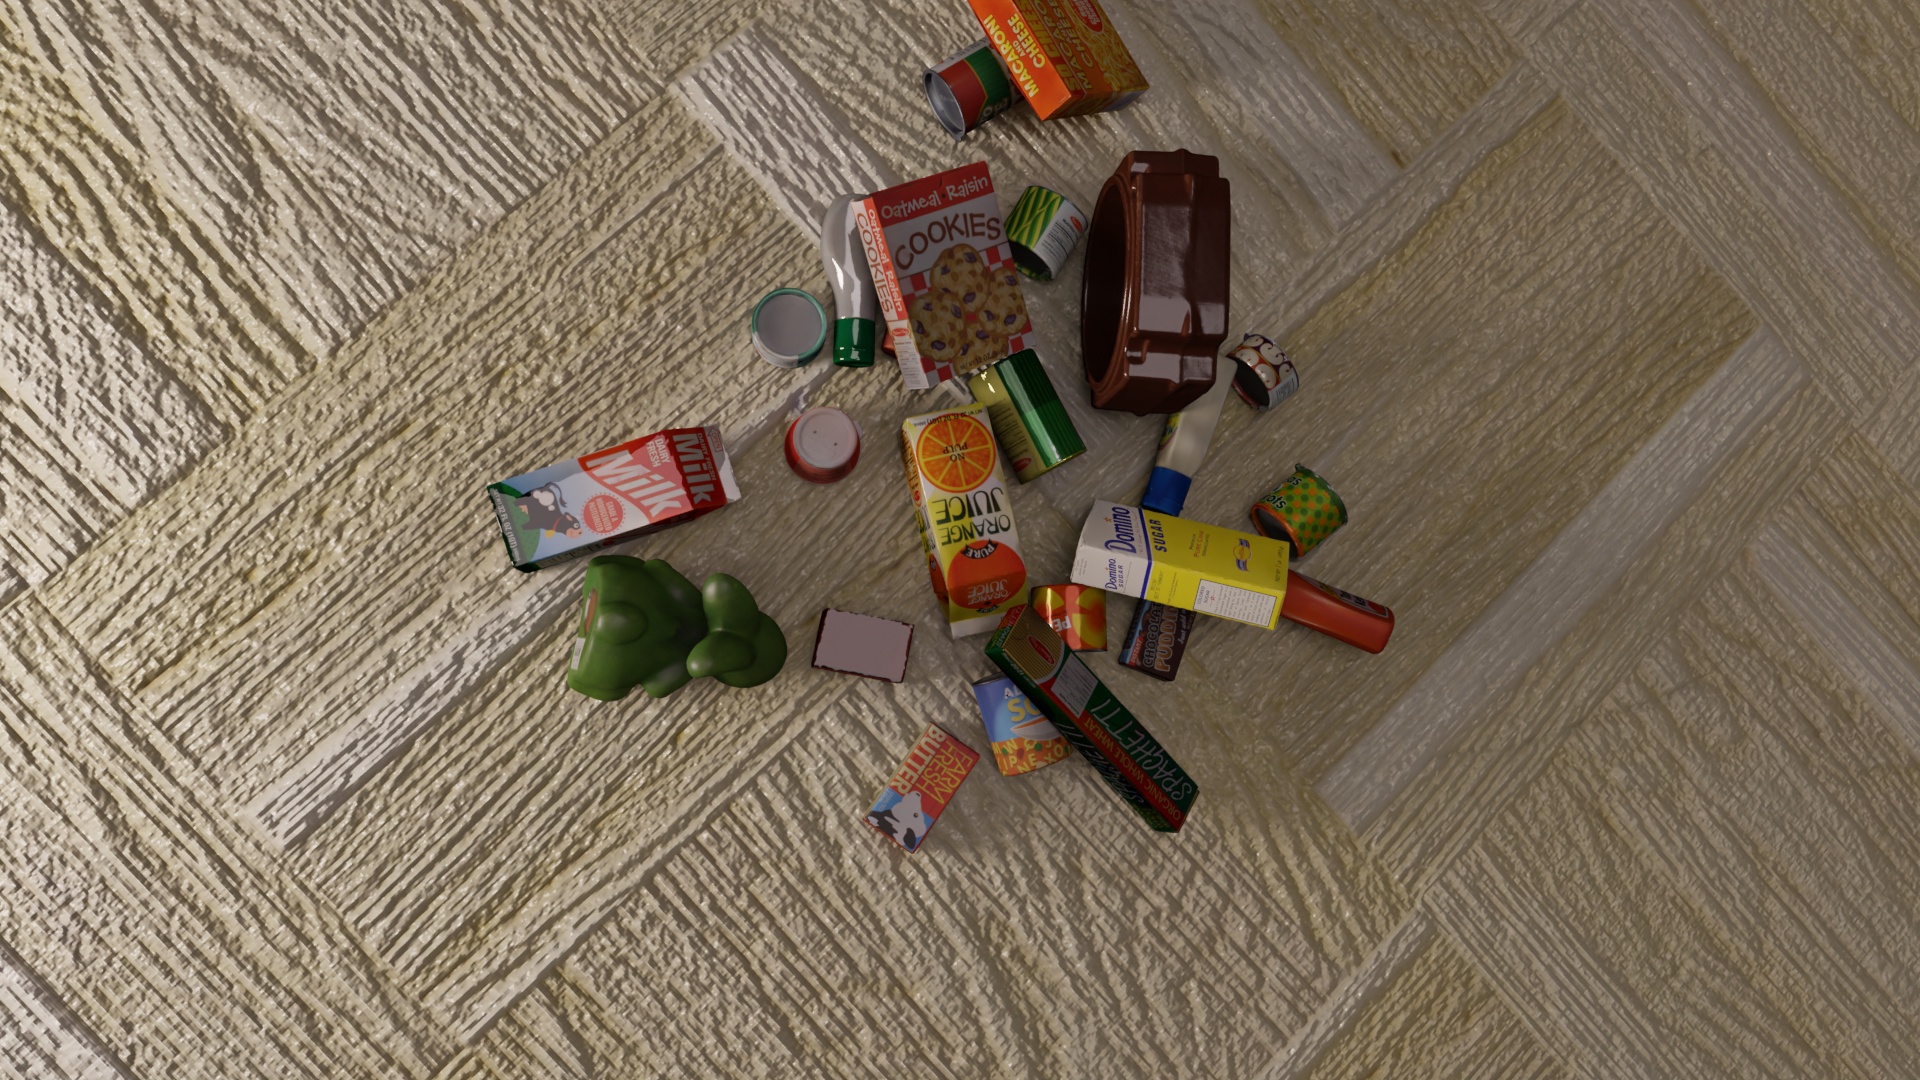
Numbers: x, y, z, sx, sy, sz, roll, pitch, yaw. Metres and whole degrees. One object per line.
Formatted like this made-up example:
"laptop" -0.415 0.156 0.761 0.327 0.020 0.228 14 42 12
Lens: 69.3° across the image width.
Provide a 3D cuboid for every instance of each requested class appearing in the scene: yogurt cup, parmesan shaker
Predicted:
"yogurt cup" -0.118 -0.084 1.196 0.072 0.054 0.072 1 84 -9
"parmesan shaker" 0.060 -0.110 1.219 0.071 0.071 0.103 -27 89 -11

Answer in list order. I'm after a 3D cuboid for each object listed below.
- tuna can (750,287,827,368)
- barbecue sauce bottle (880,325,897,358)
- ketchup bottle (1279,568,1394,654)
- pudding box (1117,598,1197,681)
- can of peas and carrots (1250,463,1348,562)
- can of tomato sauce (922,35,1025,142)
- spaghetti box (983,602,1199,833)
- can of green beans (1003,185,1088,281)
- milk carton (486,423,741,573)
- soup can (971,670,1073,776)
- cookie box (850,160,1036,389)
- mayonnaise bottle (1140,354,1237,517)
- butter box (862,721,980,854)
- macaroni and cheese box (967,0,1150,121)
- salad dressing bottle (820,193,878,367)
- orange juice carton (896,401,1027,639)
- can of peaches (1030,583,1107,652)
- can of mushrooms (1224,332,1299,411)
"tuna can" -0.148 -0.187 1.212 0.071 0.033 0.071 1 84 -9
"barbecue sauce bottle" -0.033 -0.233 1.231 0.065 0.043 0.148 19 81 -19
"ketchup bottle" 0.312 0.055 1.251 0.149 0.065 0.043 22 100 2
"pudding box" 0.178 0.079 1.240 0.050 0.030 0.084 21 81 -6
"can of peas and carrots" 0.304 -0.024 1.253 0.059 0.071 0.071 -37 91 -10
"can of tomato sauce" 0.019 -0.410 1.248 0.083 0.071 0.071 -34 91 -12
"spaghetti box" 0.115 0.155 1.175 0.249 0.028 0.050 47 56 -22
"can of green beans" 0.071 -0.274 1.241 0.071 0.071 0.058 33 81 -5
"milk carton" -0.283 -0.037 1.153 0.191 0.073 0.072 -18 87 -11
"soup can" 0.055 0.152 1.191 0.071 0.071 0.084 -18 88 -11
"cookie box" -0.012 -0.228 1.192 0.123 0.040 0.167 -26 107 -30
"mayonnaise bottle" 0.203 -0.094 1.248 0.041 0.064 0.148 22 85 -8
"butter box" -0.034 0.211 1.193 0.053 0.024 0.103 36 79 -3
"macaroni and cheese box" 0.089 -0.436 1.225 0.123 0.040 0.167 58 37 0
"salad dressing bottle" -0.092 -0.227 1.221 0.064 0.044 0.147 3 84 -20
"orange juice carton" 0.004 -0.015 1.199 0.072 0.073 0.192 -13 87 -11
"can of peaches" 0.093 0.068 1.207 0.071 0.071 0.058 0 84 -9
"can of mushrooms" 0.271 -0.153 1.263 0.033 0.071 0.071 -38 91 -10
